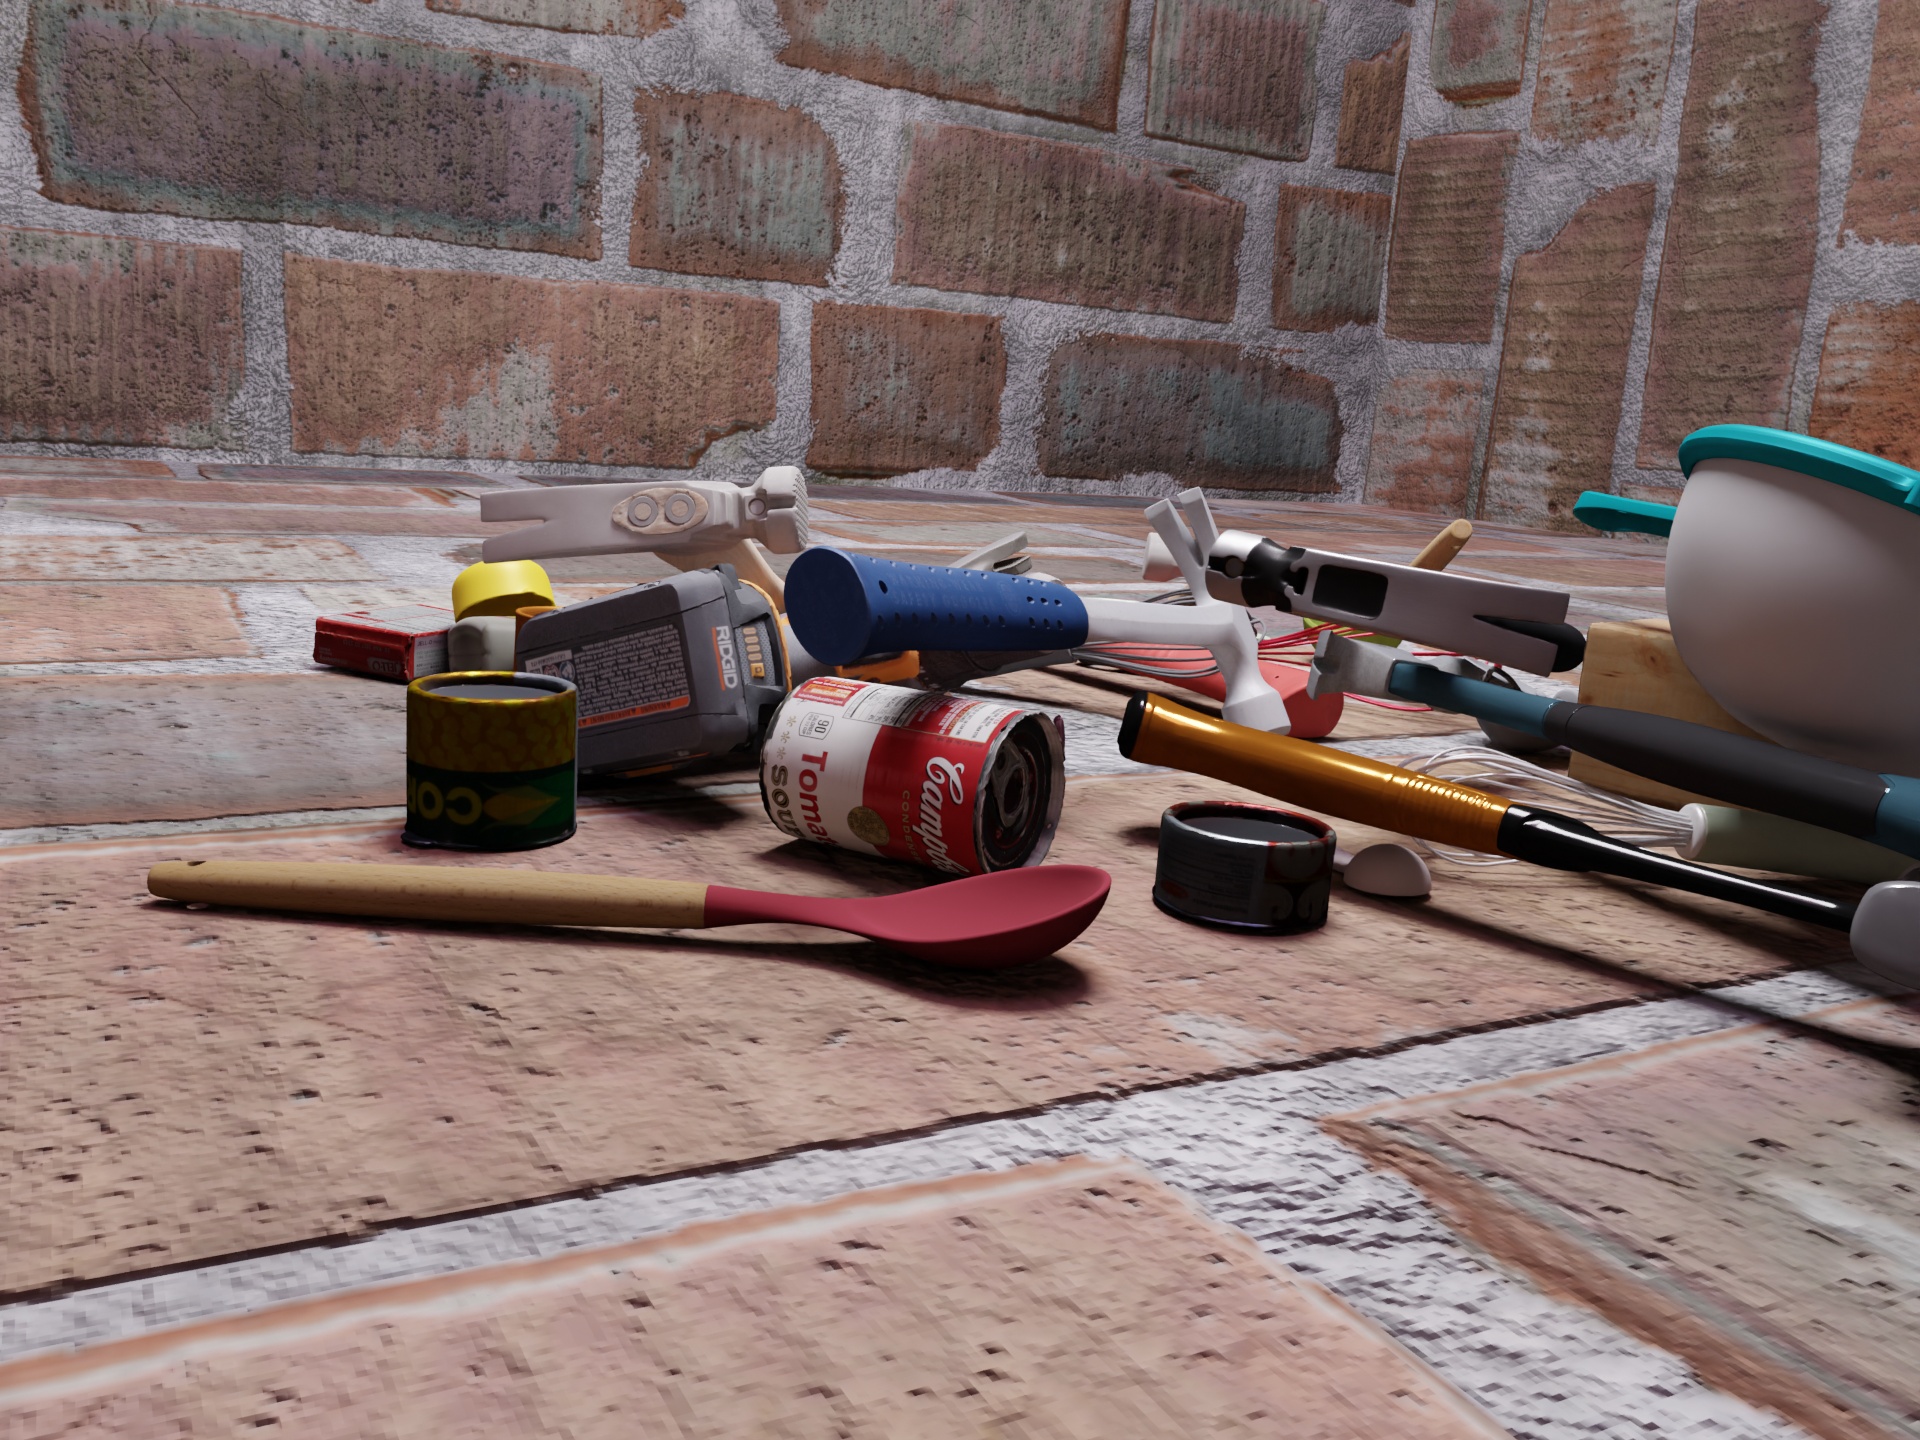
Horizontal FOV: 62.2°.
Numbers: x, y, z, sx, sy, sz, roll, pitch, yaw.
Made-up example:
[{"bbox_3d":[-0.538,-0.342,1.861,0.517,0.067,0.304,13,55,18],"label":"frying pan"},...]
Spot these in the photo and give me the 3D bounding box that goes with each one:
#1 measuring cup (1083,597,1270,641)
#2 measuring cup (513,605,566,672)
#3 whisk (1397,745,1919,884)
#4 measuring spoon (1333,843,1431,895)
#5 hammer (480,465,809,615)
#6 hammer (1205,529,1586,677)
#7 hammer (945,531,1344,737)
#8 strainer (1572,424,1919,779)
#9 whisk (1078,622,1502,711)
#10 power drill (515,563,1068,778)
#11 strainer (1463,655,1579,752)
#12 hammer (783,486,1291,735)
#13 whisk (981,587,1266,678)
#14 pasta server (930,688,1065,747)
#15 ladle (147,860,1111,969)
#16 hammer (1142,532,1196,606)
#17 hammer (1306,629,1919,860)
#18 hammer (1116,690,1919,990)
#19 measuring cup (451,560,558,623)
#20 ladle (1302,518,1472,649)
[{"bbox_3d":[0.145,-0.059,1.150,0.168,0.038,0.083,14,15,34],"label":"measuring cup"},{"bbox_3d":[-0.157,-0.027,0.867,0.173,0.052,0.095,5,8,-28],"label":"measuring cup"},{"bbox_3d":[0.304,0.046,0.680,0.246,0.057,0.059,8,42,-4],"label":"whisk"},{"bbox_3d":[0.154,0.049,0.675,0.034,0.018,0.124,-1,12,-22],"label":"measuring spoon"},{"bbox_3d":[-0.127,-0.075,0.891,0.146,0.038,0.410,-3,-4,4],"label":"hammer"},{"bbox_3d":[0.257,-0.047,0.788,0.146,0.035,0.334,17,7,34],"label":"hammer"},{"bbox_3d":[0.104,-0.056,1.047,0.149,0.036,0.359,-30,32,-31],"label":"hammer"},{"bbox_3d":[0.351,-0.042,0.693,0.211,0.095,0.340,28,7,-17],"label":"strainer"},{"bbox_3d":[0.214,-0.044,1.060,0.296,0.073,0.073,2,10,27],"label":"whisk"},{"bbox_3d":[-0.067,-0.032,0.751,0.185,0.084,0.226,-10,0,34],"label":"power drill"},{"bbox_3d":[0.369,-0.007,0.973,0.258,0.050,0.087,-1,32,-49],"label":"strainer"},{"bbox_3d":[0.052,-0.051,0.720,0.035,0.144,0.405,-22,-9,28],"label":"hammer"},{"bbox_3d":[0.066,-0.043,0.962,0.239,0.055,0.055,-6,7,24],"label":"whisk"},{"bbox_3d":[-0.001,-0.003,0.826,0.060,0.040,0.316,-13,13,-7],"label":"pasta server"},{"bbox_3d":[-0.109,0.059,0.521,0.315,0.031,0.069,2,9,1],"label":"ladle"},{"bbox_3d":[0.187,-0.095,1.160,0.130,0.031,0.331,7,0,2],"label":"hammer"},{"bbox_3d":[0.267,0.004,0.670,0.128,0.033,0.331,8,8,-26],"label":"hammer"},{"bbox_3d":[0.202,0.039,0.598,0.337,0.034,0.127,17,1,42],"label":"hammer"},{"bbox_3d":[-0.231,-0.075,0.953,0.156,0.029,0.062,-3,-20,-46],"label":"measuring cup"},{"bbox_3d":[0.292,-0.093,1.071,0.078,0.062,0.320,1,-10,2],"label":"ladle"}]
